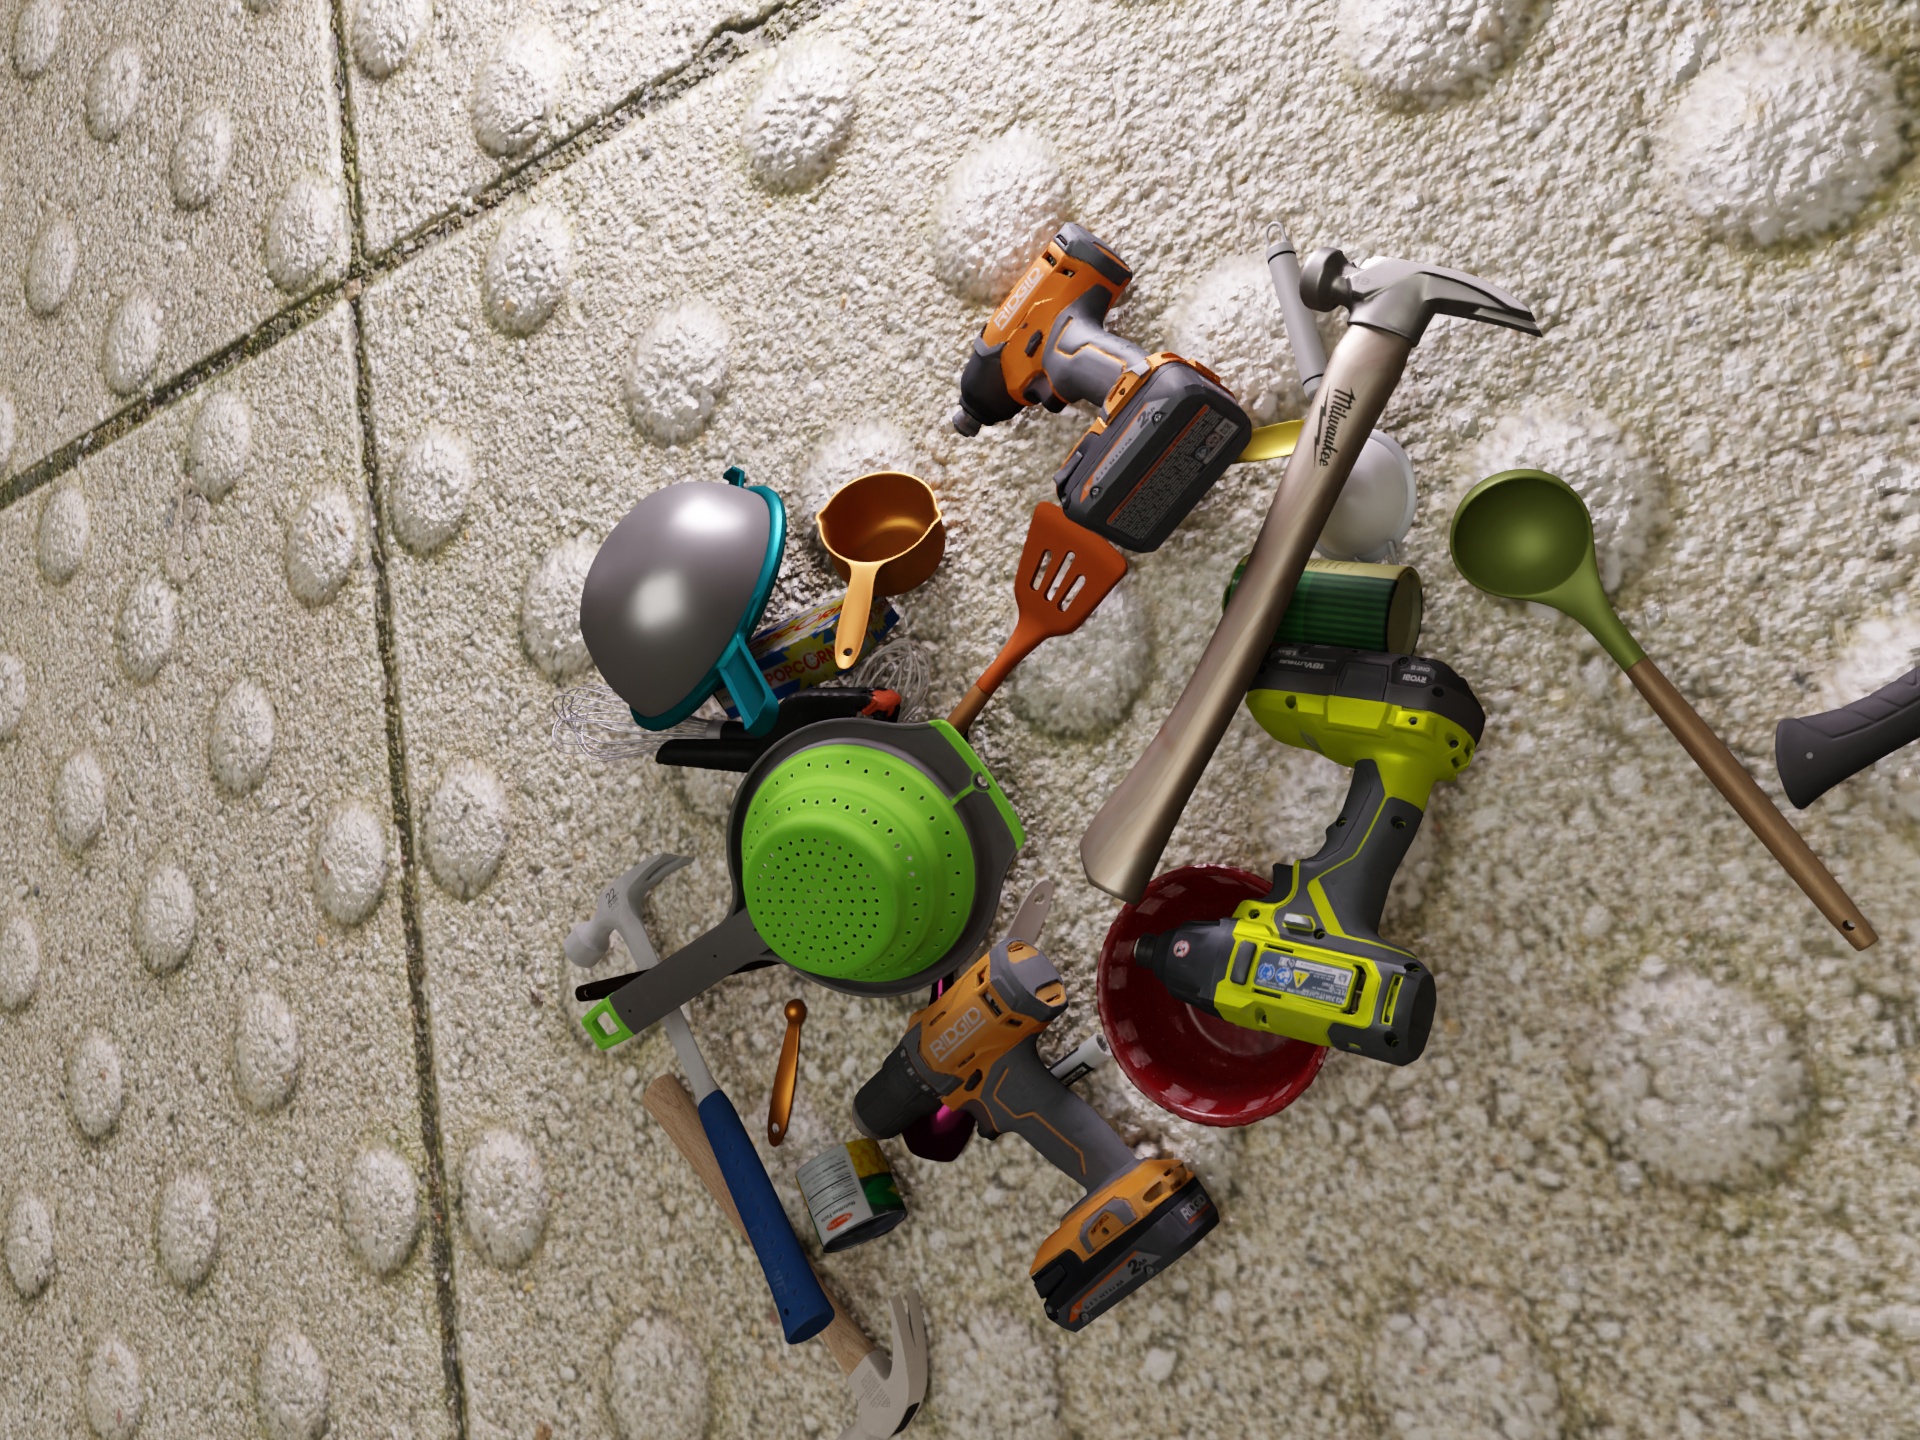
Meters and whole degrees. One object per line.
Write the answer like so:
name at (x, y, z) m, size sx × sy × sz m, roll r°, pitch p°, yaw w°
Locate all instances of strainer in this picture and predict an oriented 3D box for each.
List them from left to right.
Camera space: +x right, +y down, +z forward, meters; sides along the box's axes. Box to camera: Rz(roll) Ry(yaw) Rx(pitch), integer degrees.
strainer at (-0.209, -0.079, 1.162) m, size 0.211 × 0.095 × 0.341 m, roll -56°, pitch 29°, yaw 10°
strainer at (0.226, -0.203, 1.004) m, size 0.087 × 0.050 × 0.259 m, roll -28°, pitch 67°, yaw 45°

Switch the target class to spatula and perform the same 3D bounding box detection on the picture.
spatula at (-0.158, 0.177, 1.195) m, size 0.316 × 0.018 × 0.060 m, roll -15°, pitch 83°, yaw 21°
spatula at (-0.002, -0.004, 1.124) m, size 0.081 × 0.041 × 0.322 m, roll 40°, pitch 99°, yaw 18°

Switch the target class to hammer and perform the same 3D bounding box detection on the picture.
hammer at (-0.193, 0.278, 1.219) m, size 0.144 × 0.035 × 0.406 m, roll -48°, pitch 54°, yaw 21°
hammer at (-0.141, 0.397, 1.211) m, size 0.332 × 0.031 × 0.130 m, roll 45°, pitch 111°, yaw 28°
hammer at (0.187, -0.078, 0.931) m, size 0.146 × 0.038 × 0.410 m, roll 26°, pitch 90°, yaw 36°
hammer at (0.556, -0.054, 0.771) m, size 0.334 × 0.035 × 0.146 m, roll -38°, pitch 66°, yaw 26°

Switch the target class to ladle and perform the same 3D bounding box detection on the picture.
ladle at (0.384, -0.009, 0.872) m, size 0.078 × 0.062 × 0.320 m, roll -46°, pitch 66°, yaw 33°

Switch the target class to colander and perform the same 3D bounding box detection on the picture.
colander at (-0.143, 0.149, 1.120) m, size 0.397 × 0.094 × 0.204 m, roll -34°, pitch 92°, yaw 23°

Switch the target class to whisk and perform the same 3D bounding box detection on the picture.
whisk at (-0.219, 0.009, 1.281) m, size 0.285 × 0.070 × 0.070 m, roll 5°, pitch 89°, yaw 30°
whisk at (-0.090, 0.043, 1.195) m, size 0.246 × 0.059 × 0.058 m, roll -61°, pitch 42°, yaw 20°

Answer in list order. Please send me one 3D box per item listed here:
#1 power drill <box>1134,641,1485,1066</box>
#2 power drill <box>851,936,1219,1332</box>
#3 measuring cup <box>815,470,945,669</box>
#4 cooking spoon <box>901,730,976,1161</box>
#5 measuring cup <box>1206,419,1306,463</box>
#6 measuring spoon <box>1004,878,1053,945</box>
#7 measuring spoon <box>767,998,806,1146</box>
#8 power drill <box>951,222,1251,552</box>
power drill at (0.205, 0.073, 0.926) m, size 0.171 × 0.080 × 0.223 m, roll 9°, pitch 70°, yaw 32°
power drill at (0.038, 0.284, 1.053) m, size 0.185 × 0.084 × 0.226 m, roll -45°, pitch 72°, yaw 24°
measuring cup at (-0.061, -0.097, 1.142) m, size 0.095 × 0.052 × 0.174 m, roll 2°, pitch 59°, yaw 15°
cooking spoon at (-0.011, 0.157, 1.148) m, size 0.069 × 0.017 × 0.319 m, roll 2°, pitch 87°, yaw 28°
measuring cup at (0.177, -0.169, 1.024) m, size 0.156 × 0.029 × 0.062 m, roll -5°, pitch 76°, yaw 44°
measuring spoon at (0.034, 0.165, 1.119) m, size 0.124 × 0.034 × 0.018 m, roll -64°, pitch 14°, yaw 6°
measuring spoon at (-0.137, 0.273, 1.229) m, size 0.021 × 0.011 × 0.117 m, roll 11°, pitch 93°, yaw 34°
power drill at (0.079, -0.212, 1.057) m, size 0.164 × 0.084 × 0.227 m, roll -49°, pitch 44°, yaw 22°
